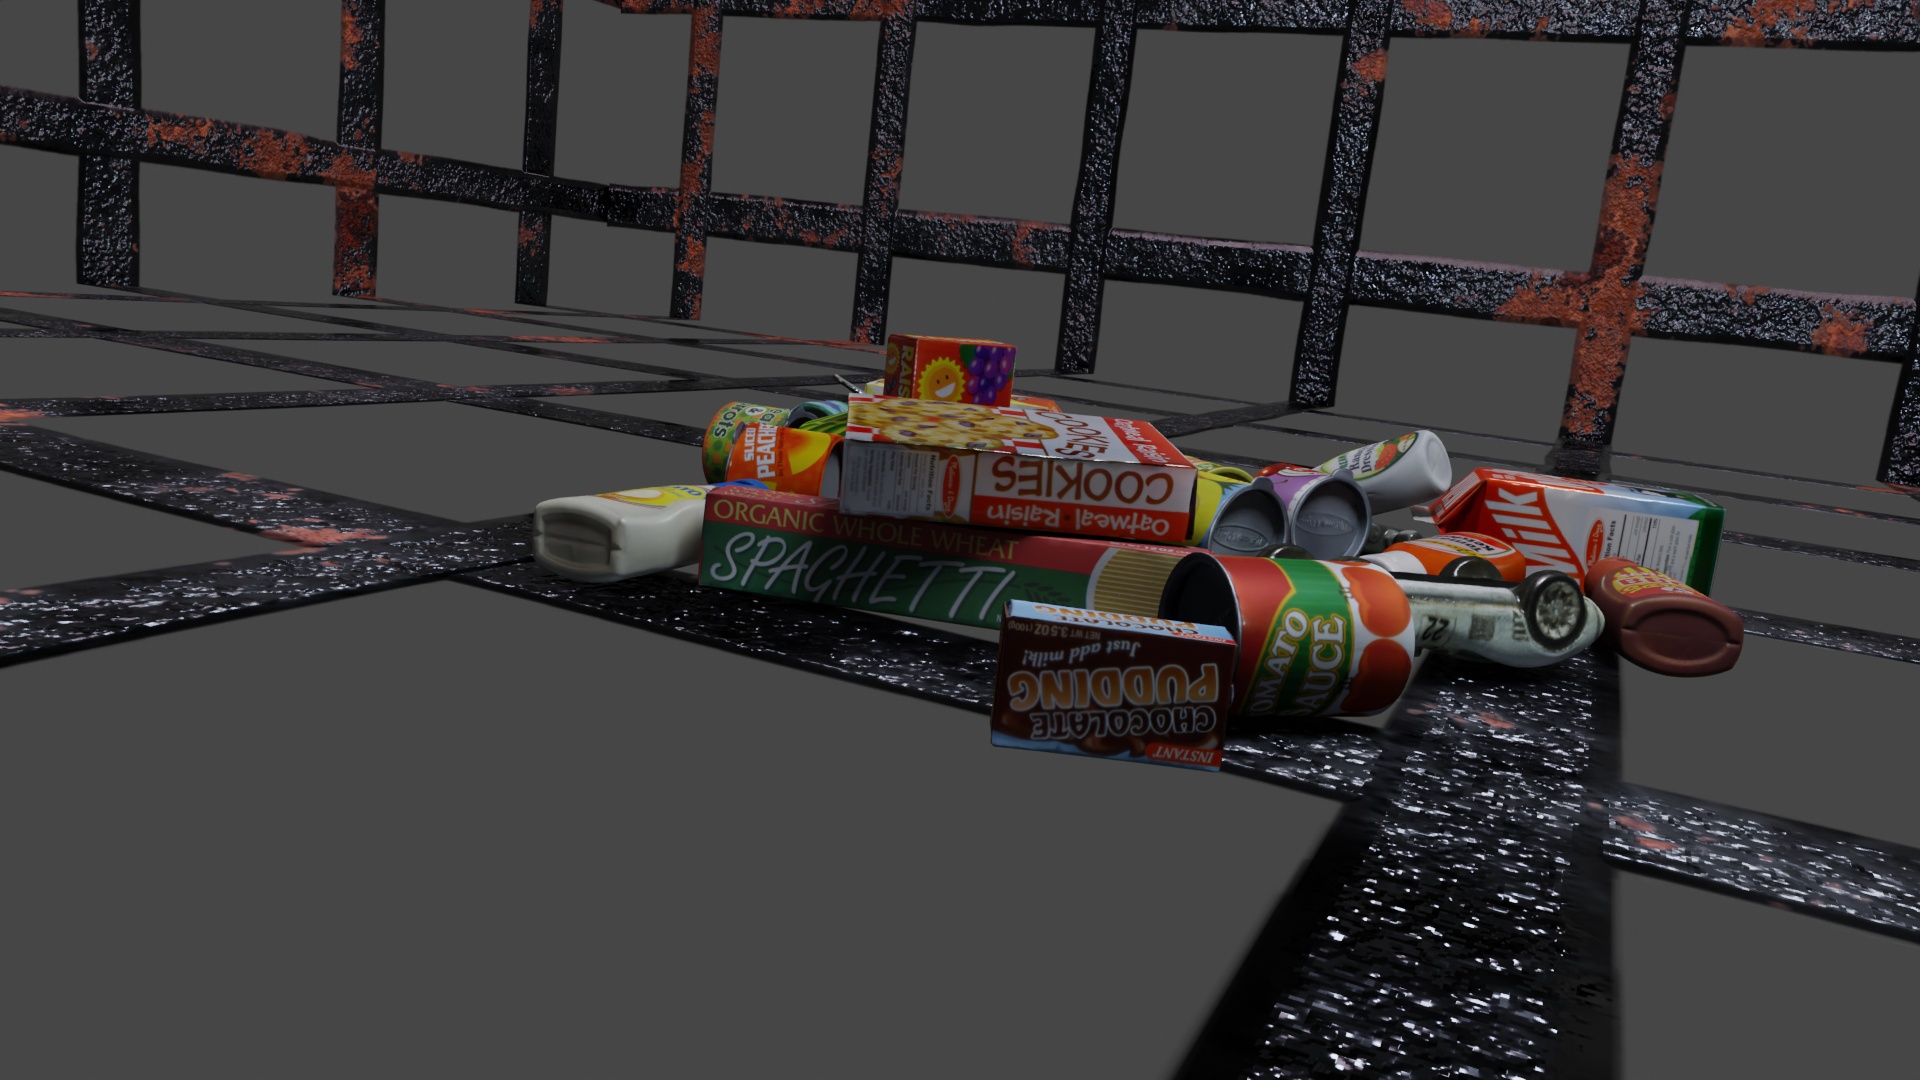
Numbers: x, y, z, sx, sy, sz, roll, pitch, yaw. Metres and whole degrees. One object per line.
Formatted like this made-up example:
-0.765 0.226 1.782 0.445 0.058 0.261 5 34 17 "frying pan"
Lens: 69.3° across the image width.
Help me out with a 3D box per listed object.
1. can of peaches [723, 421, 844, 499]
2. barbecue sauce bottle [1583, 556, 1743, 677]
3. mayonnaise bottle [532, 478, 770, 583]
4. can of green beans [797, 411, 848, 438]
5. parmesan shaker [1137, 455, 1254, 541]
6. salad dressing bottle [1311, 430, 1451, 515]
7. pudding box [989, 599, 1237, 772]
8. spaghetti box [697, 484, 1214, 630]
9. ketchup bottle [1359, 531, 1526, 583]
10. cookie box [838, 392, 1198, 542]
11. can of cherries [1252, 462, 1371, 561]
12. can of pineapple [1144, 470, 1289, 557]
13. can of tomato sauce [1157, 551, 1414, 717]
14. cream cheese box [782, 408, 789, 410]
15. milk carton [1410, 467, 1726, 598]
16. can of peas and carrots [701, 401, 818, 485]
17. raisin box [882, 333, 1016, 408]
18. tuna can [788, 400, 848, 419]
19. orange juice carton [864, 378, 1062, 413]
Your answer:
-0.102 -0.036 0.823 0.058 0.071 0.071 9 11 10 "can of peaches"
0.388 0.039 0.788 0.065 0.043 0.149 8 10 12 "barbecue sauce bottle"
-0.151 -0.008 0.726 0.065 0.041 0.148 9 11 25 "mayonnaise bottle"
-0.069 -0.052 0.902 0.057 0.071 0.071 -11 -1 35 "can of green beans"
0.142 -0.023 0.916 0.071 0.071 0.103 2 11 -23 "parmesan shaker"
0.276 -0.038 1.004 0.147 0.044 0.064 -17 24 40 "salad dressing bottle"
0.054 0.053 0.501 0.084 0.049 0.030 7 8 2 "pudding box"
-0.006 0.014 0.673 0.250 0.050 0.029 8 9 9 "spaghetti box"
0.273 0.022 0.812 0.065 0.043 0.149 16 15 41 "ketchup bottle"
0.024 -0.038 0.702 0.167 0.040 0.123 5 15 -5 "cookie box"
0.228 -0.017 0.918 0.071 0.071 0.058 1 11 -26 "can of cherries"
0.153 -0.007 0.826 0.071 0.071 0.058 -1 12 -35 "can of pineapple"
0.133 0.041 0.570 0.083 0.071 0.071 3 11 -20 "can of tomato sauce"
-0.087 -0.068 1.050 0.104 0.053 0.024 7 8 4 "cream cheese box"
0.410 -0.006 0.958 0.191 0.073 0.072 9 11 14 "milk carton"
-0.131 -0.059 0.930 0.059 0.070 0.071 11 11 26 "can of peas and carrots"
-0.011 -0.078 0.957 0.086 0.123 0.040 -1 13 -35 "raisin box"
-0.098 -0.068 1.007 0.071 0.071 0.033 12 12 28 "tuna can"
0.017 -0.086 1.154 0.193 0.073 0.072 8 10 5 "orange juice carton"
